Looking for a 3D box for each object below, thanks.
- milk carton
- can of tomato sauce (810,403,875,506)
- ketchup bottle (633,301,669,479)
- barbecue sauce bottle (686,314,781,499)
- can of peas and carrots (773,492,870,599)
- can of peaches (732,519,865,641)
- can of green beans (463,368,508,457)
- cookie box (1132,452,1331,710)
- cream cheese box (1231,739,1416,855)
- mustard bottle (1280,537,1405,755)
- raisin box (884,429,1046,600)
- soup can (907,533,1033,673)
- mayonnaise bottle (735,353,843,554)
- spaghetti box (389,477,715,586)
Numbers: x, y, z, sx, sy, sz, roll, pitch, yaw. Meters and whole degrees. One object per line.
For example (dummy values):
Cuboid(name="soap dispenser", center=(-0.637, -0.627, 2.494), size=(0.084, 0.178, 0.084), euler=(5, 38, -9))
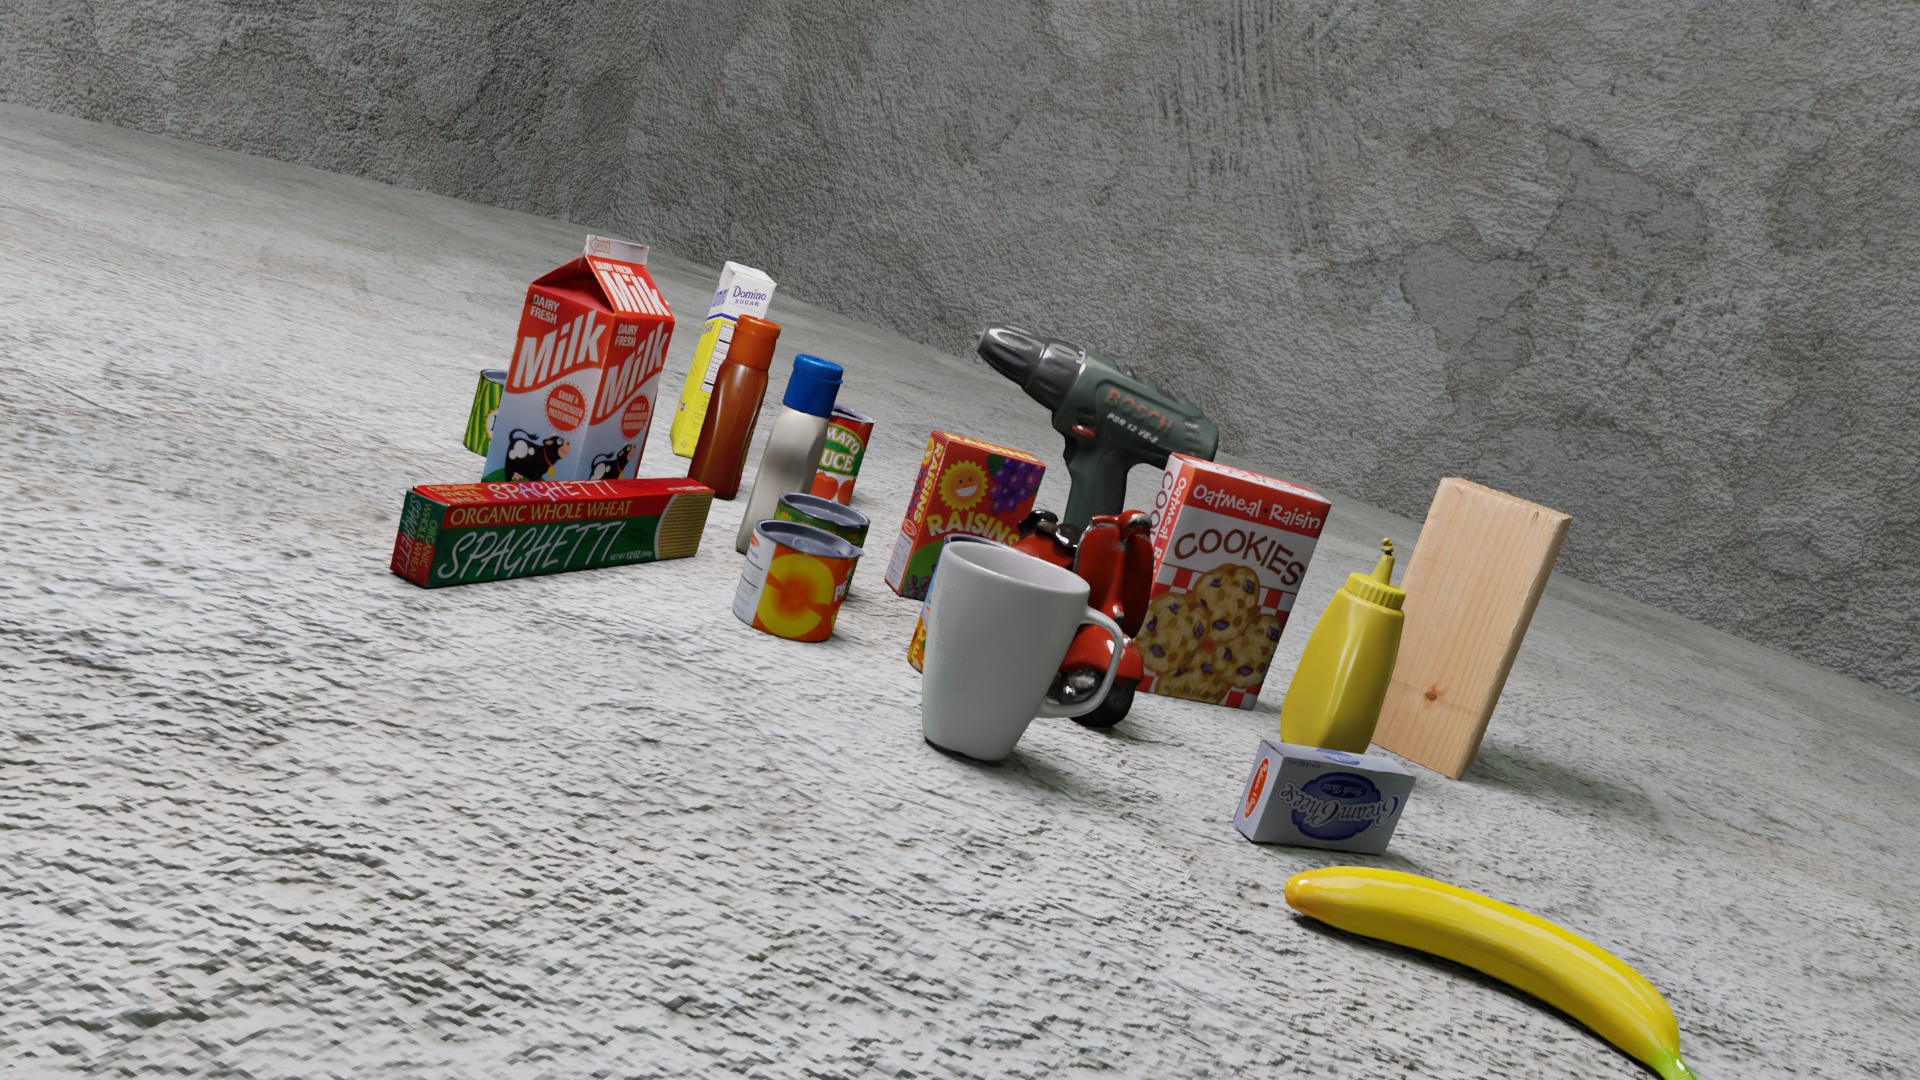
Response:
Cuboid(name="milk carton", center=(-0.254, -0.110, 0.937), size=(0.073, 0.190, 0.072), euler=(22, 12, 17))
Cuboid(name="can of tomato sauce", center=(-0.121, -0.080, 1.266), size=(0.071, 0.083, 0.071), euler=(17, 11, -3))
Cuboid(name="ketchup bottle", center=(-0.257, -0.114, 1.054), size=(0.043, 0.148, 0.065), euler=(23, 12, 25))
Cuboid(name="barbecue sauce bottle", center=(-0.187, -0.112, 1.152), size=(0.044, 0.148, 0.065), euler=(15, 12, -17))
Cuboid(name="can of peas and carrots", center=(-0.101, 0.005, 0.964), size=(0.071, 0.058, 0.071), euler=(17, 11, -3))
Cuboid(name="can of peaches", center=(-0.102, 0.025, 0.870), size=(0.071, 0.058, 0.071), euler=(17, 11, -3))
Cuboid(name="can of green beans", center=(-0.340, -0.093, 1.061), size=(0.071, 0.057, 0.071), euler=(17, 11, -3))
Cuboid(name="cookie box", center=(0.181, 0.031, 1.001), size=(0.123, 0.167, 0.040), euler=(13, 12, -26))
Cuboid(name="cream cheese box", center=(0.206, 0.146, 0.787), size=(0.104, 0.053, 0.024), euler=(12, 13, -28))
Cuboid(name="mustard bottle", center=(0.269, 0.075, 0.947), size=(0.049, 0.160, 0.065), euler=(14, 12, -19))
Cuboid(name="raisin box", center=(0.004, -0.013, 1.046), size=(0.086, 0.123, 0.040), euler=(13, 12, -22))
Cuboid(name="soup can", center=(0.008, 0.046, 0.877), size=(0.071, 0.083, 0.071), euler=(17, 11, -3))
Cuboid(name="mayonnaise bottle", center=(-0.123, -0.061, 1.013), size=(0.041, 0.147, 0.065), euler=(18, 11, 1))
Cuboid(name="spaghetti box", center=(-0.237, -0.009, 0.845), size=(0.029, 0.050, 0.250), euler=(23, 12, 22))
